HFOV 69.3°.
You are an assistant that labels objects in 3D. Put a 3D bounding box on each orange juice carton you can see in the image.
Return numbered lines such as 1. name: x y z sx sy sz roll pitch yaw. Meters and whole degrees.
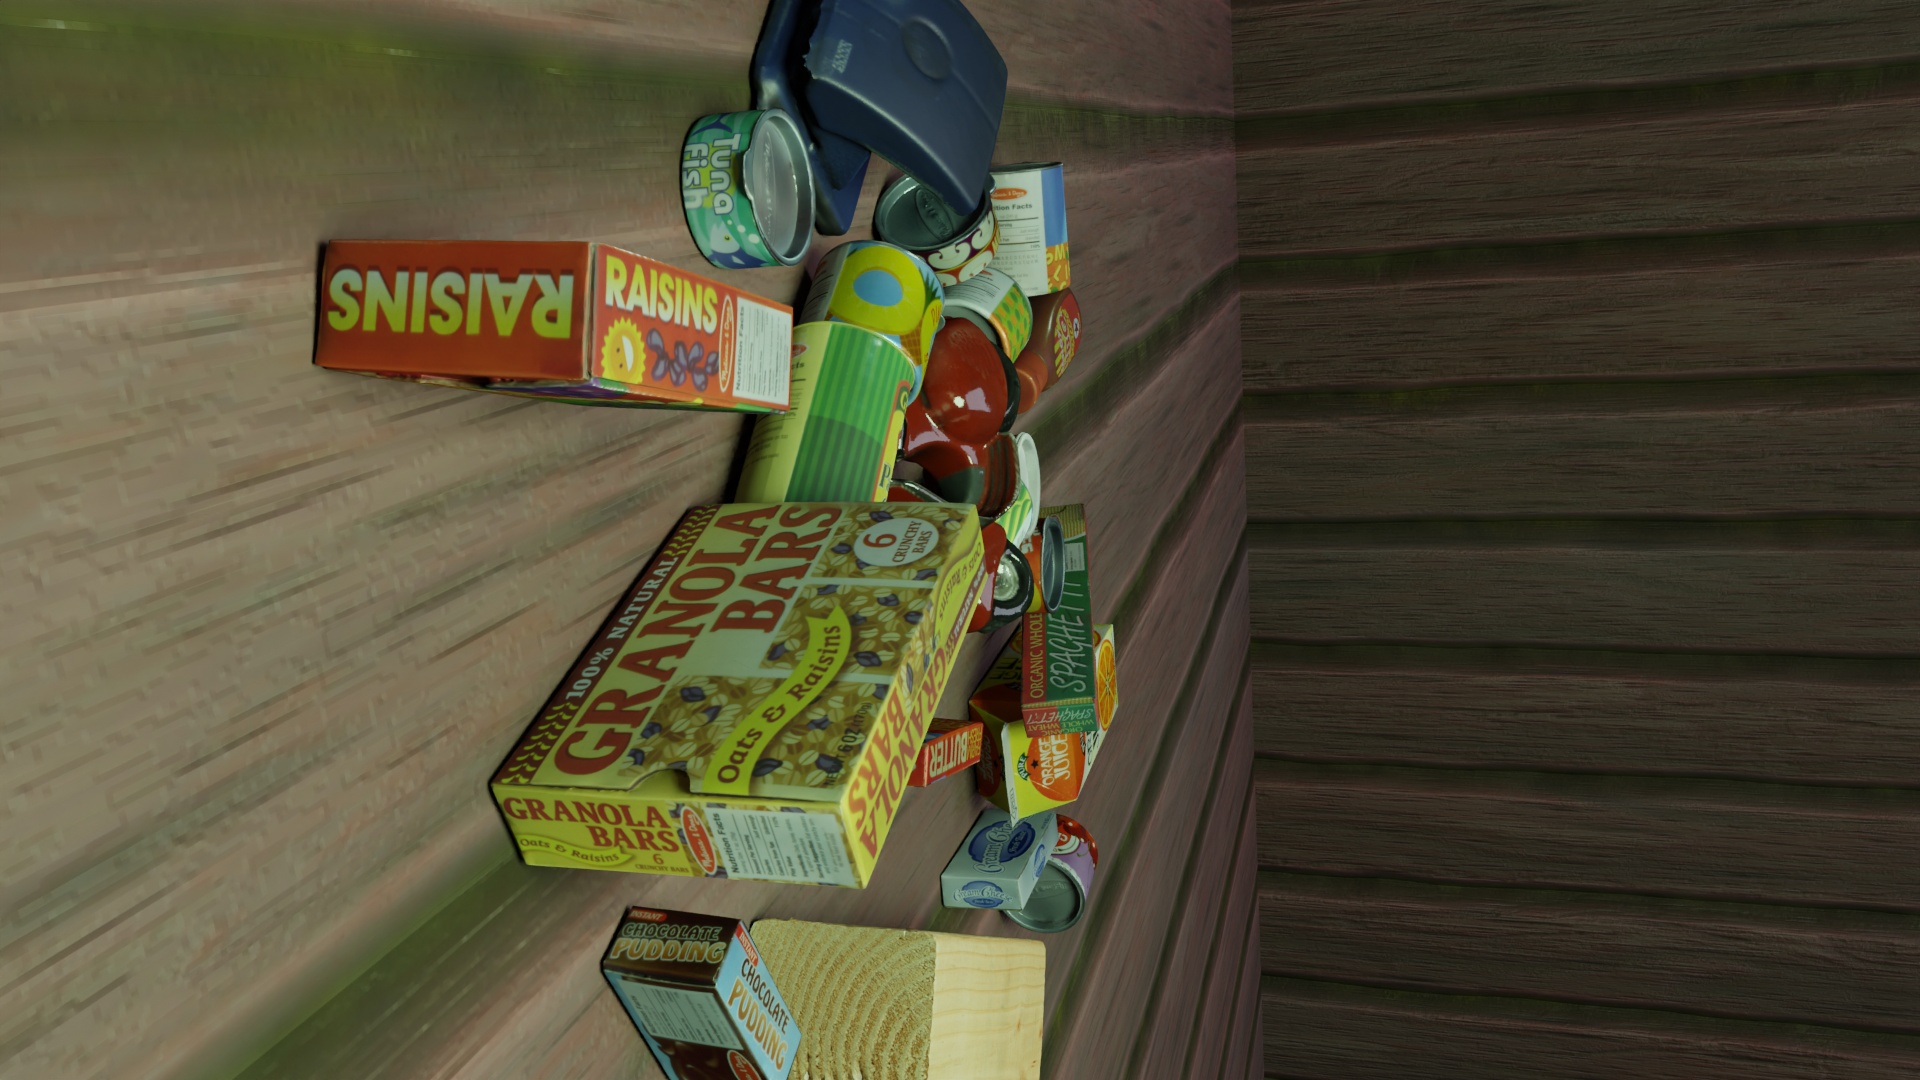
1. orange juice carton: 0.058 0.126 0.990 0.193 0.073 0.071 -48 135 -65

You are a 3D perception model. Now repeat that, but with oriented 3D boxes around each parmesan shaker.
1. parmesan shaker: -0.063 -0.036 0.624 0.071 0.071 0.103 62 33 -56

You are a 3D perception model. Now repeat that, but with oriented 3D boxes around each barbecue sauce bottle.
1. barbecue sauce bottle: 0.055 -0.139 1.034 0.149 0.043 0.064 -60 147 -57

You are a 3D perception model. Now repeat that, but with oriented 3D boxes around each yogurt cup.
1. yogurt cup: 0.018 -0.035 0.897 0.072 0.054 0.072 -1 91 -73

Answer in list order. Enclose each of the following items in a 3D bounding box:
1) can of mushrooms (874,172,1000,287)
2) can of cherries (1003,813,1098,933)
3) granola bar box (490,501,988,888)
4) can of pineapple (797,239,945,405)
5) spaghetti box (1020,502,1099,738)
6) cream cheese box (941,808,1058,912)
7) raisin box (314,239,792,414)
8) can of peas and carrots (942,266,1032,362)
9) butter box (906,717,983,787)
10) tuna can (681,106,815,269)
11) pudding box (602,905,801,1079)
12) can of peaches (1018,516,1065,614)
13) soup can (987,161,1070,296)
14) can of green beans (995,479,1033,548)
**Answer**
1. can of mushrooms: -0.010 -0.178 0.783 0.033 0.071 0.071 67 28 -55
2. can of cherries: 0.064 0.241 1.020 0.059 0.071 0.071 -55 141 -62
3. granola bar box: -0.070 0.045 0.499 0.166 0.124 0.039 -67 151 -52
4. can of pineapple: -0.044 -0.102 0.677 0.070 0.071 0.058 67 29 -51
5. spaghetti box: 0.068 0.049 0.980 0.251 0.050 0.028 -85 166 -58
6. cream cheese box: 0.028 0.211 0.925 0.104 0.053 0.024 -40 126 -68
7. raisin box: -0.115 -0.061 0.420 0.123 0.086 0.040 -2 97 -73
8. can of peas and carrots: 0.005 -0.123 0.837 0.059 0.071 0.070 -61 147 -56
9. butter box: -0.027 0.113 0.754 0.103 0.053 0.024 3 89 -72
10. tuna can: -0.090 -0.149 0.589 0.071 0.033 0.071 -1 91 -73
11. pudding box: -0.098 0.179 0.533 0.030 0.049 0.083 -69 152 -46
12. can of peaches: 0.036 0.015 0.947 0.071 0.058 0.071 -1 91 -72
13. soup can: 0.041 -0.214 0.950 0.071 0.071 0.083 -50 138 -64
14. can of green beans: 0.005 -0.009 0.835 0.058 0.071 0.071 -57 143 -59
